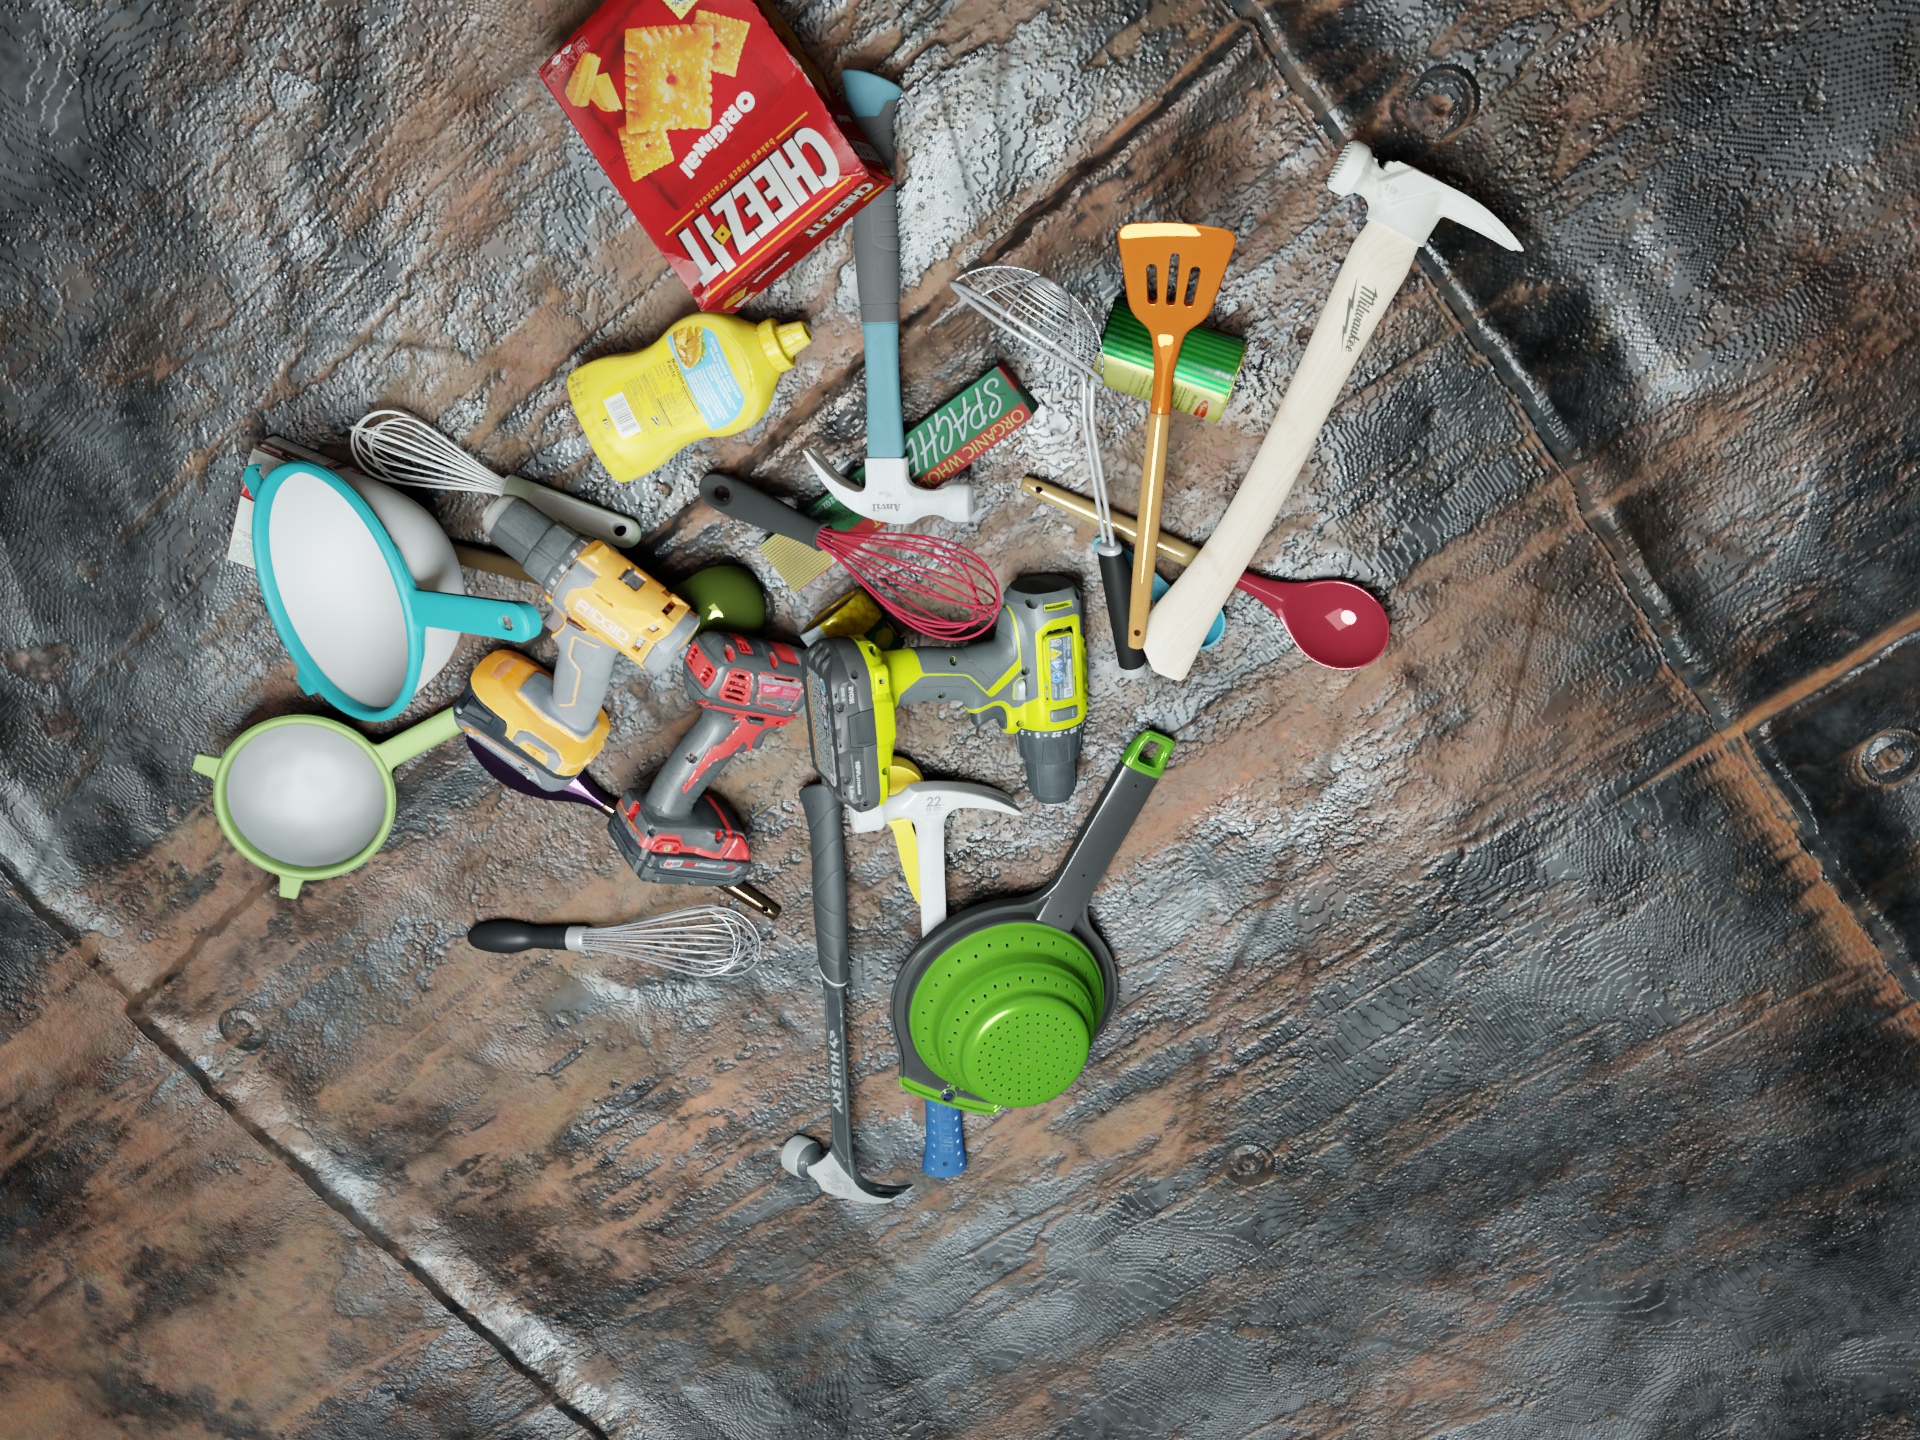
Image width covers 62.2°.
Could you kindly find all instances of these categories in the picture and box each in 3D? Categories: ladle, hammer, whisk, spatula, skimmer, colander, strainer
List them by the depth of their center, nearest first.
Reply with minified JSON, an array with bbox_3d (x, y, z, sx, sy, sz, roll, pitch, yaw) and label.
[{"bbox_3d":[0.143,-0.200,1.162,0.081,0.041,0.322,6,115,6],"label":"spatula"},{"bbox_3d":[0.077,-0.172,1.197,0.090,0.127,0.363,-26,126,-15],"label":"skimmer"},{"bbox_3d":[-0.060,-0.314,1.198,0.128,0.033,0.331,1,105,11],"label":"hammer"},{"bbox_3d":[0.257,-0.210,1.200,0.146,0.038,0.410,25,108,-4],"label":"hammer"},{"bbox_3d":[-0.091,-0.135,1.228,0.296,0.073,0.073,26,115,27],"label":"whisk"},{"bbox_3d":[-0.412,-0.104,1.230,0.340,0.095,0.211,10,116,36],"label":"strainer"},{"bbox_3d":[0.192,-0.125,1.264,0.315,0.031,0.069,24,99,-1],"label":"ladle"},{"bbox_3d":[-0.379,-0.193,1.299,0.246,0.059,0.058,20,85,-5],"label":"whisk"},{"bbox_3d":[-0.317,-0.119,1.328,0.320,0.062,0.078,14,121,9],"label":"ladle"},{"bbox_3d":[0.084,0.193,1.344,0.204,0.095,0.397,22,107,-21],"label":"colander"},{"bbox_3d":[-0.525,0.035,1.405,0.256,0.069,0.151,-28,108,-2],"label":"strainer"},{"bbox_3d":[-0.294,0.090,1.406,0.315,0.018,0.060,33,97,-10],"label":"spatula"},{"bbox_3d":[-0.015,0.236,1.413,0.144,0.035,0.405,-8,116,-12],"label":"hammer"},{"bbox_3d":[-0.110,0.246,1.418,0.149,0.036,0.408,13,112,40],"label":"hammer"},{"bbox_3d":[-0.317,0.197,1.441,0.284,0.070,0.070,0,111,12],"label":"whisk"}]

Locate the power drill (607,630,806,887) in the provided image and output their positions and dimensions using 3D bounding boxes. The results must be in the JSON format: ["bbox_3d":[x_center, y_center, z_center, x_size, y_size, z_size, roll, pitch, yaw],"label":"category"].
[{"bbox_3d":[-0.192,0.030,1.325,0.143,0.079,0.219,9,119,-43],"label":"power drill"}]

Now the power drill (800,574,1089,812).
[{"bbox_3d":[-0.002,-0.004,1.270,0.228,0.080,0.190,-13,113,-21],"label":"power drill"}]

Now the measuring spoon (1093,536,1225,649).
[{"bbox_3d":[0.158,-0.106,1.284,0.128,0.021,0.042,39,95,1],"label":"measuring spoon"}]

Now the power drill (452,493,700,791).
[{"bbox_3d":[-0.335,-0.065,1.293,0.185,0.084,0.226,37,129,-7],"label":"power drill"}]

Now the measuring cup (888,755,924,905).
[{"bbox_3d":[-0.047,0.097,1.386,0.062,0.029,0.156,-14,121,4],"label":"measuring cup"}]
